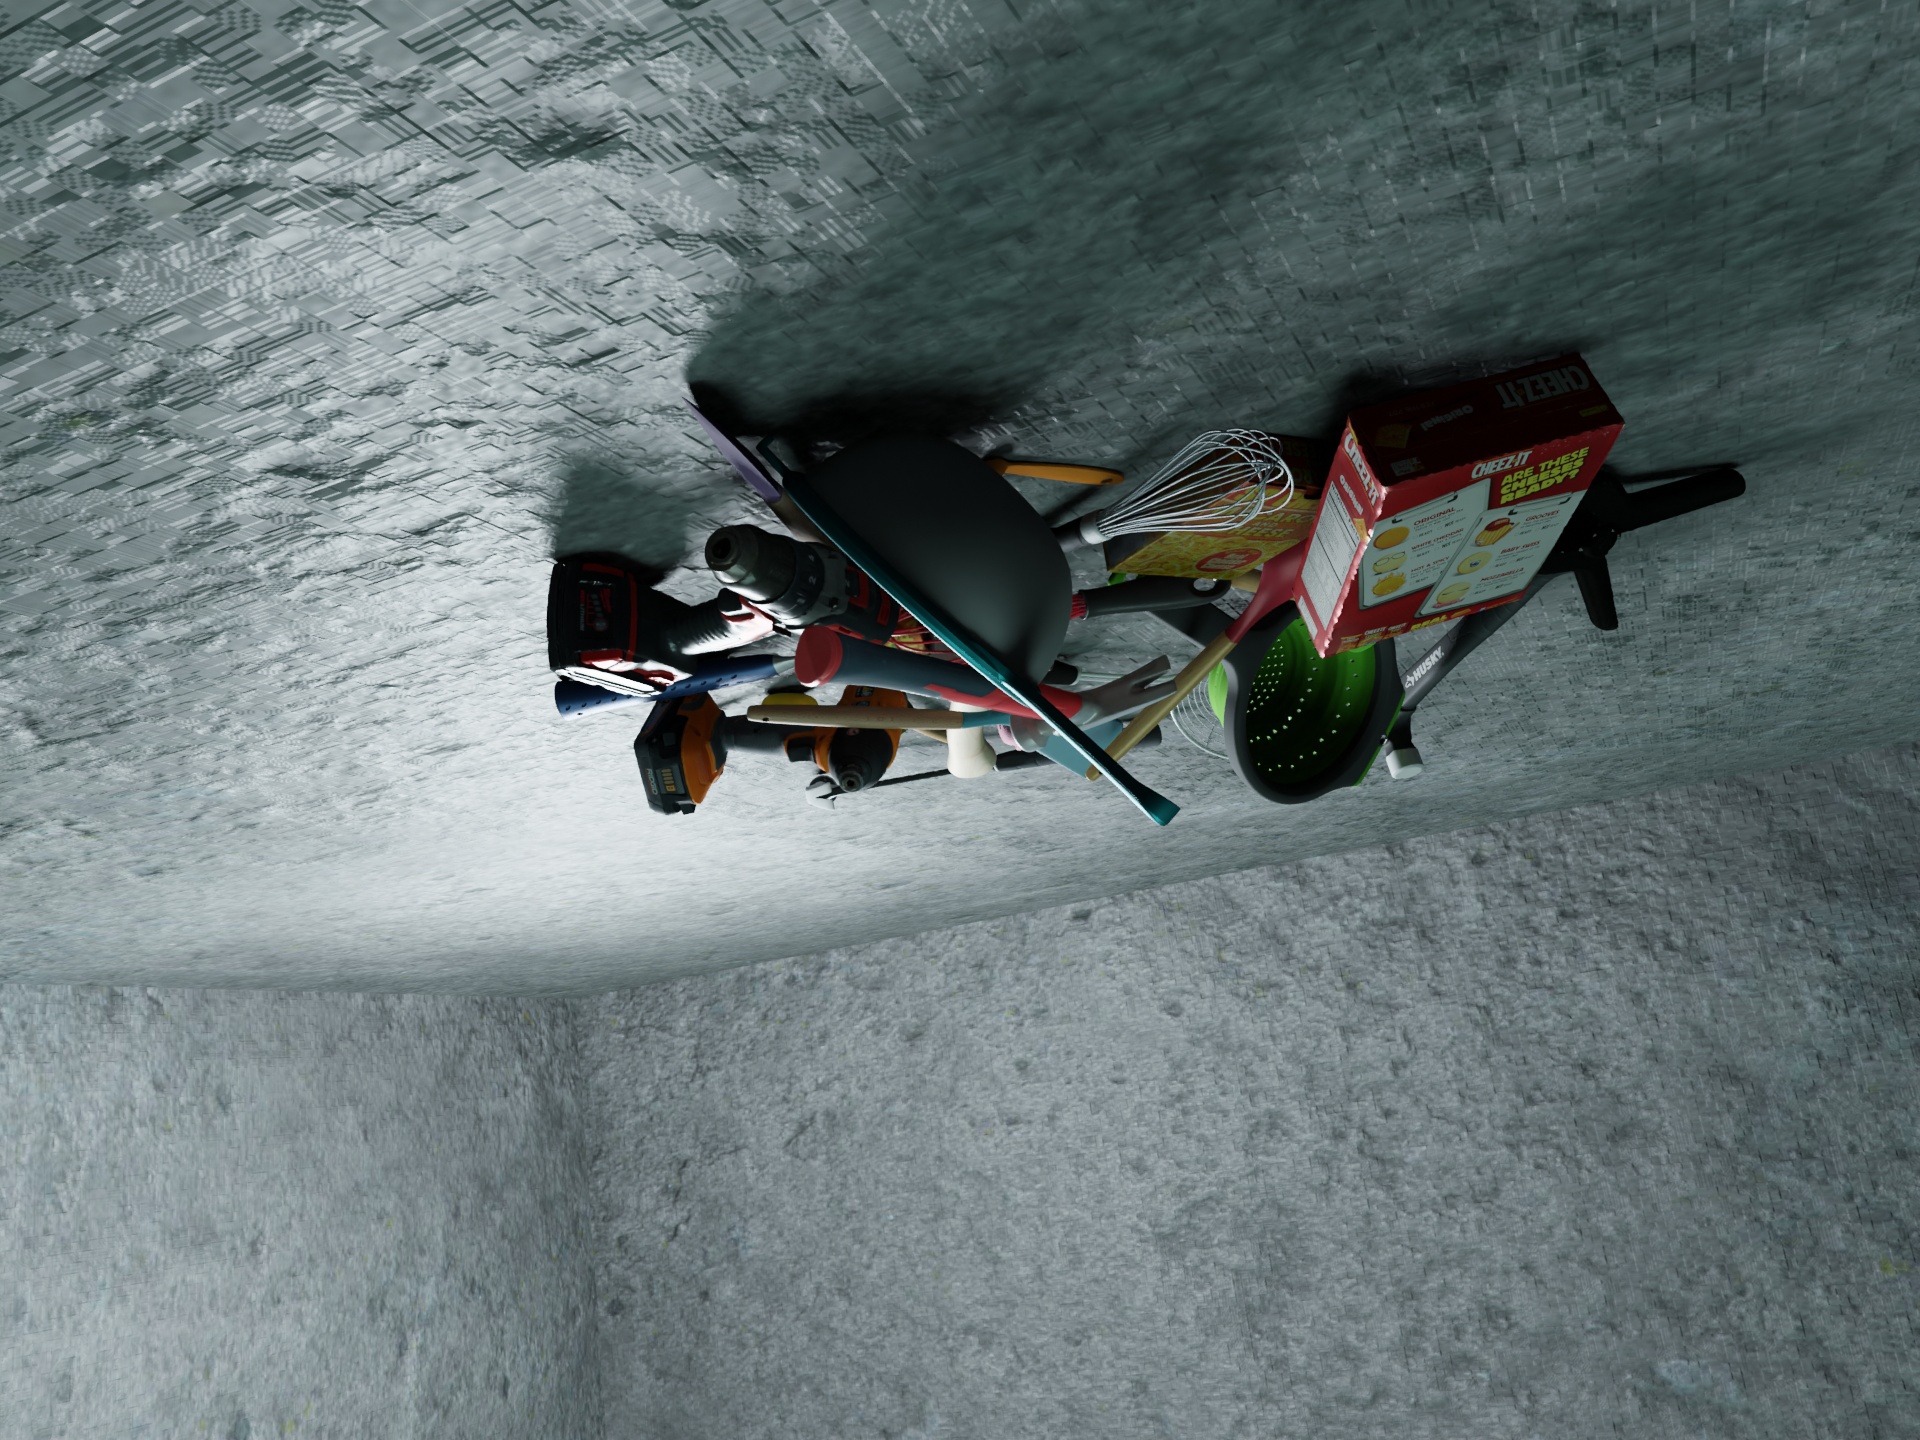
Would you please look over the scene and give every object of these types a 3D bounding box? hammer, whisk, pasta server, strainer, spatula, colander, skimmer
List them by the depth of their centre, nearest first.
[{"bbox_3d":[0.035,-0.073,0.942,0.095,0.341,0.210,-49,145,5],"label":"strainer"},{"bbox_3d":[-0.113,-0.139,1.034,0.018,0.060,0.315,-46,167,0],"label":"spatula"},{"bbox_3d":[0.115,-0.142,1.092,0.070,0.070,0.284,3,171,-35],"label":"whisk"},{"bbox_3d":[0.020,-0.030,1.138,0.143,0.038,0.386,-22,164,27],"label":"hammer"},{"bbox_3d":[0.074,-0.086,1.207,0.295,0.073,0.073,-10,167,-18],"label":"whisk"},{"bbox_3d":[-0.022,0.006,1.343,0.317,0.044,0.082,2,140,-19],"label":"spatula"},{"bbox_3d":[-0.146,-0.048,1.370,0.405,0.035,0.144,-9,165,6],"label":"hammer"},{"bbox_3d":[0.240,-0.062,1.405,0.396,0.204,0.095,27,-179,-40],"label":"colander"},{"bbox_3d":[0.458,-0.083,1.444,0.035,0.146,0.334,-3,154,-18],"label":"hammer"},{"bbox_3d":[-0.002,-0.005,1.465,0.146,0.038,0.410,-5,165,-3],"label":"hammer"},{"bbox_3d":[0.069,-0.005,1.542,0.060,0.040,0.316,13,172,0],"label":"pasta server"},{"bbox_3d":[0.166,-0.016,1.547,0.363,0.090,0.127,3,151,-33],"label":"skimmer"},{"bbox_3d":[0.025,0.050,1.800,0.409,0.036,0.149,-10,-178,-2],"label":"hammer"}]

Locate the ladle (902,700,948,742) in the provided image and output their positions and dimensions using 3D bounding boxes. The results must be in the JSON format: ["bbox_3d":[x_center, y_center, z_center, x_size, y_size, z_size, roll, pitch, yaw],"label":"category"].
[{"bbox_3d":[-0.038,0.017,1.643,0.078,0.062,0.320,-10,168,19],"label":"ladle"}]

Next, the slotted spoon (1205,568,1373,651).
[{"bbox_3d":[0.259,-0.110,1.323,0.313,0.070,0.031,10,-179,-36],"label":"slotted spoon"}]

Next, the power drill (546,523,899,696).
[{"bbox_3d":[-0.177,-0.080,1.089,0.227,0.080,0.187,-7,167,25],"label":"power drill"}]

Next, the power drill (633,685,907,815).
[{"bbox_3d":[-0.165,0.024,1.404,0.226,0.084,0.164,-6,-154,7],"label":"power drill"}]

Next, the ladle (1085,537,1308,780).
[{"bbox_3d":[0.201,-0.052,1.287,0.069,0.031,0.315,19,128,-33],"label":"ladle"}]

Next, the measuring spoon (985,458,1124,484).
[{"bbox_3d":[0.063,-0.165,1.076,0.116,0.011,0.021,0,164,-30],"label":"measuring spoon"}]

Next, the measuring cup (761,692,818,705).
[{"bbox_3d":[-0.207,-0.008,1.533,0.156,0.029,0.062,-2,171,26],"label":"measuring cup"}]
